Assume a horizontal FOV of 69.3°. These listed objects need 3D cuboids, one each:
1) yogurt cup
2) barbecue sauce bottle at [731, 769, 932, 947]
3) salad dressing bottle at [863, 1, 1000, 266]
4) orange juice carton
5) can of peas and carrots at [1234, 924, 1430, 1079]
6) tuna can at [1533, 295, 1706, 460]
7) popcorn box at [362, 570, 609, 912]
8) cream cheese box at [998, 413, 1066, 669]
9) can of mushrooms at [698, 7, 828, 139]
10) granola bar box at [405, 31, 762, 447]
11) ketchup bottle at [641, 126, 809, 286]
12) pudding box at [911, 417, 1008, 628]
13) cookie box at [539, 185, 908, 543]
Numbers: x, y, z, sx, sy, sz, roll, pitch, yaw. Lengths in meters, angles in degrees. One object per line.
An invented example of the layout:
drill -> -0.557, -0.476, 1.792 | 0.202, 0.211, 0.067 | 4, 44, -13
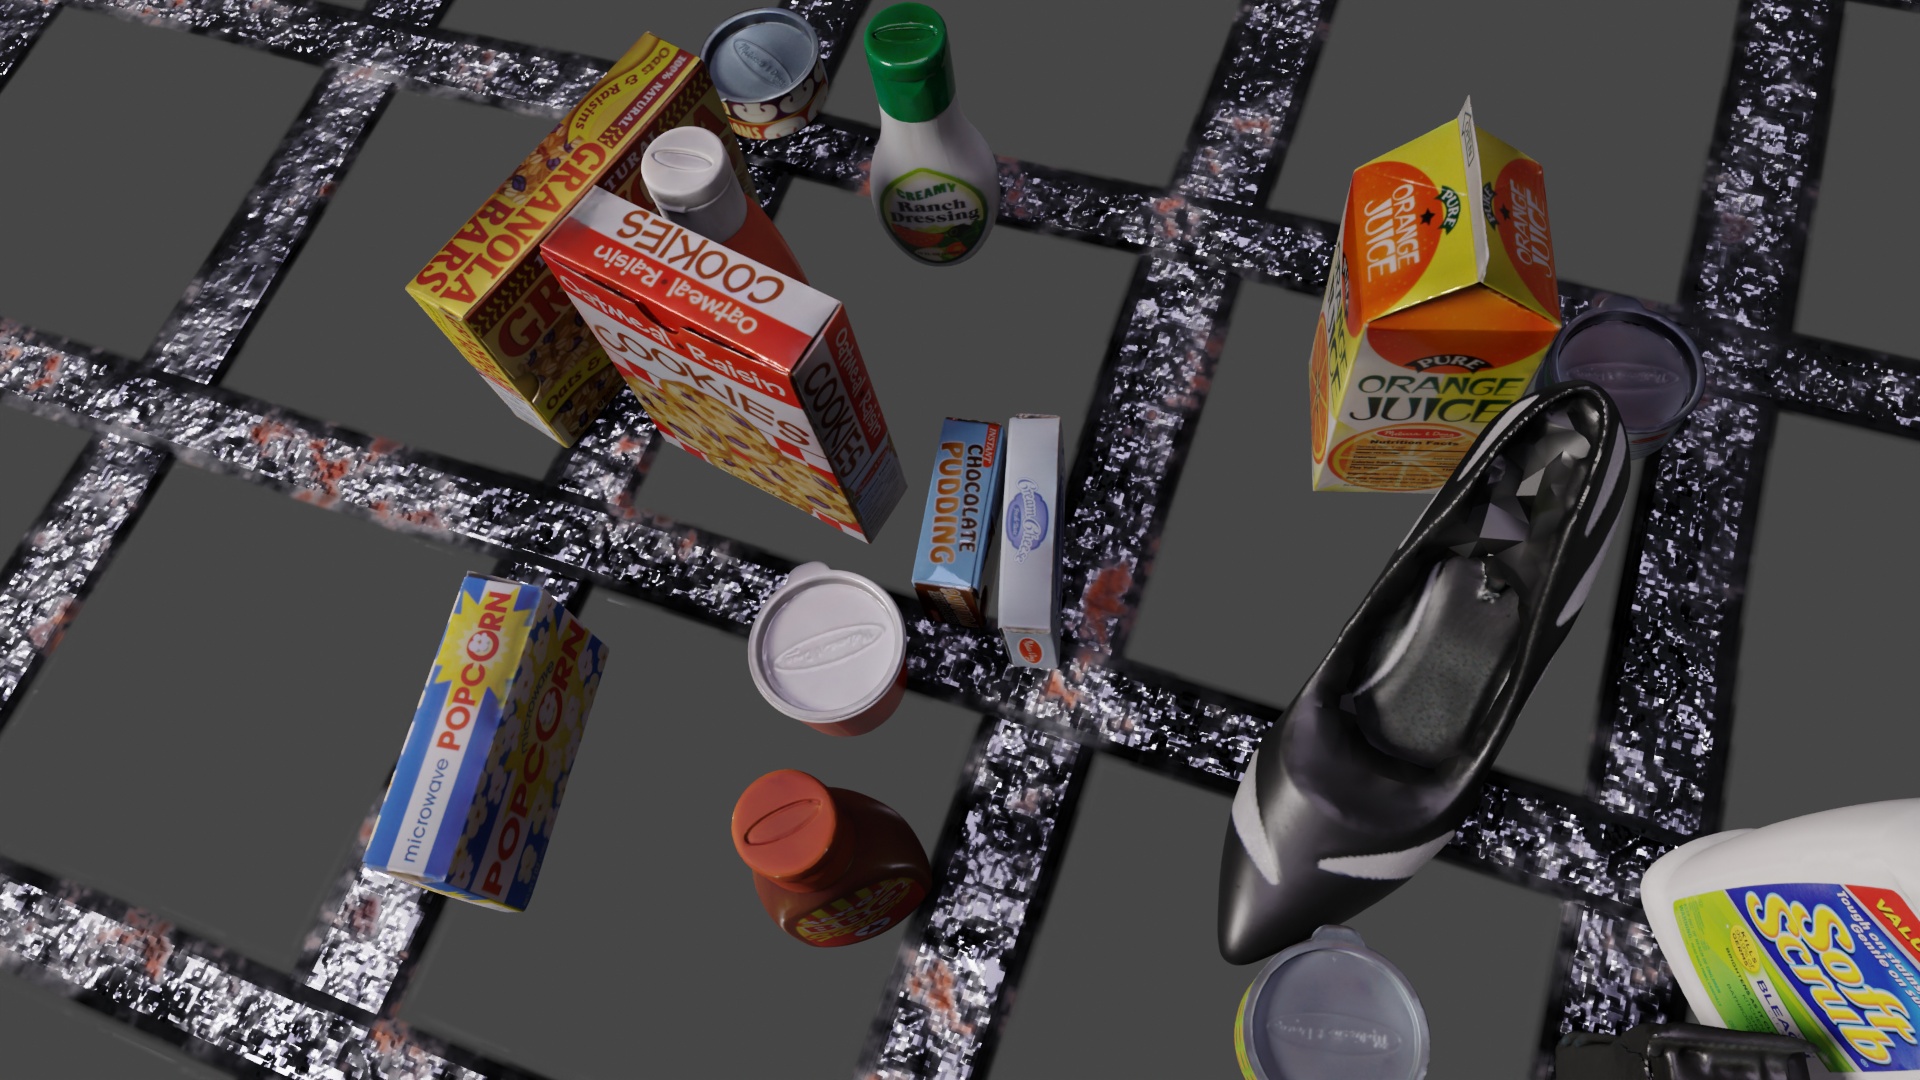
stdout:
yogurt cup -> -0.054, 0.053, 0.610 | 0.072, 0.053, 0.072 | -2, 67, 6
barbecue sauce bottle -> -0.051, 0.121, 0.528 | 0.065, 0.148, 0.044 | -25, 67, -4
salad dressing bottle -> -0.016, -0.188, 0.658 | 0.064, 0.147, 0.044 | 0, 67, 7
orange juice carton -> 0.190, -0.090, 0.567 | 0.073, 0.192, 0.072 | 1, 67, 7
can of peas and carrots -> 0.138, 0.186, 0.527 | 0.071, 0.058, 0.071 | -2, 67, 6
tuna can -> 0.299, -0.073, 0.634 | 0.071, 0.032, 0.071 | -2, 67, 6
popcorn box -> -0.199, 0.088, 0.594 | 0.038, 0.085, 0.127 | 8, 68, 10
cream cheese box -> 0.033, 0.001, 0.622 | 0.024, 0.053, 0.104 | 1, 67, 7
can of mushrooms -> -0.109, -0.254, 0.760 | 0.071, 0.033, 0.071 | -2, 67, 6
granola bar box -> -0.170, -0.140, 0.669 | 0.039, 0.123, 0.166 | 31, 74, 18
ketchup bottle -> -0.107, -0.129, 0.643 | 0.065, 0.148, 0.044 | 13, 69, 12
pudding box -> 0.002, -0.008, 0.632 | 0.030, 0.049, 0.084 | 6, 68, 10
cookie box -> -0.096, -0.069, 0.606 | 0.123, 0.167, 0.040 | 27, 73, 17
